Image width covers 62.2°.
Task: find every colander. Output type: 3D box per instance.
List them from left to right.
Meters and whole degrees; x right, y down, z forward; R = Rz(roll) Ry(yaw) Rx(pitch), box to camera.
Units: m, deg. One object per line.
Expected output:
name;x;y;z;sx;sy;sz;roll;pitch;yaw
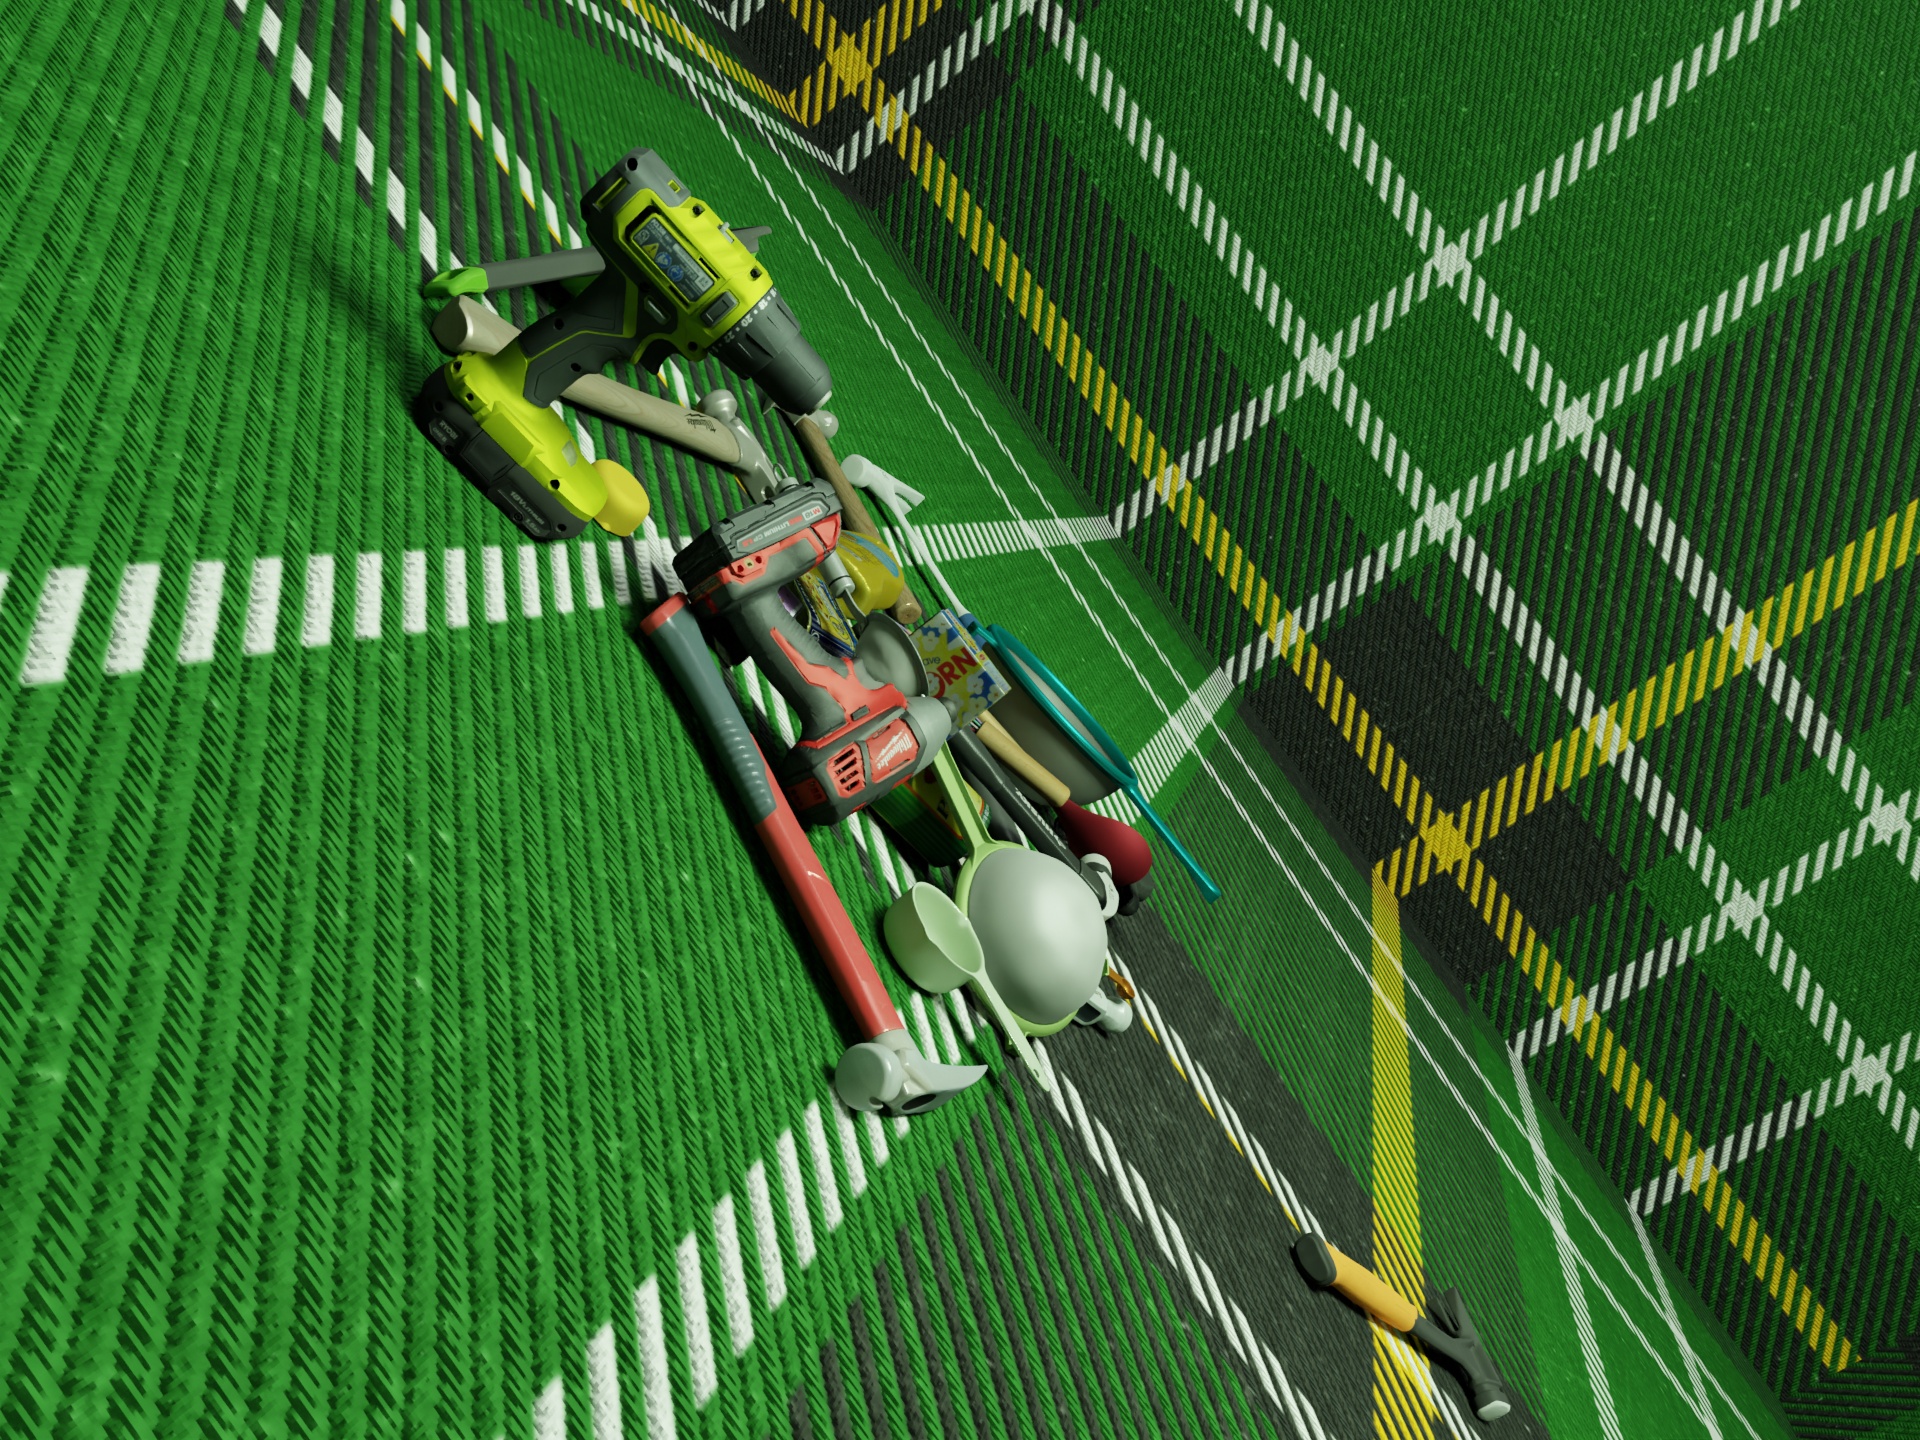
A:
colander;-0.292;-0.343;1.315;0.397;0.204;0.094;-41;128;-58

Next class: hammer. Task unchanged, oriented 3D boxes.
hammer;-0.269;-0.251;1.291;0.146;0.038;0.410;58;18;16
hammer;-0.107;0.077;1.033;0.387;0.038;0.143;59;16;23
hammer;-0.121;-0.232;1.664;0.130;0.031;0.332;28;29;-56
hammer;0.003;-0.122;1.761;0.406;0.035;0.144;58;17;18
hammer;0.021;0.043;1.336;0.334;0.035;0.146;50;14;-11
hammer;0.046;0.117;1.378;0.128;0.033;0.331;34;24;-50
hammer;0.397;0.534;1.456;0.336;0.034;0.127;40;21;-36

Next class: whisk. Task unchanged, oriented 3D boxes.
whisk;-0.004;-0.003;1.412;0.245;0.051;0.047;39;43;-2

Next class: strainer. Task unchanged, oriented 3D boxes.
strainer;-0.090;-0.095;1.229;0.050;0.086;0.259;-20;70;-27
strainer;0.044;0.107;1.179;0.151;0.069;0.256;-30;95;-53
strainer;0.108;0.061;1.519;0.340;0.095;0.211;51;10;16

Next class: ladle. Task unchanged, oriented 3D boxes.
ladle;0.055;0.035;1.442;0.315;0.069;0.031;47;29;-3

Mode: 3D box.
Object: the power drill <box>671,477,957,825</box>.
power drill;-0.095;-0.049;1.124;0.143;0.078;0.219;-31;94;-34

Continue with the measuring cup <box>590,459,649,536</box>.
measuring cup;-0.282;-0.190;1.132;0.156;0.029;0.062;42;19;-38

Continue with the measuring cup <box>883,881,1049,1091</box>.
measuring cup;0.003;0.191;1.098;0.168;0.038;0.083;57;17;9

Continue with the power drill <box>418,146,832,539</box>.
power drill;-0.215;-0.224;1.028;0.190;0.228;0.080;47;17;-19

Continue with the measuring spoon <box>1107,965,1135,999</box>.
measuring spoon;0.103;0.195;1.296;0.116;0.011;0.021;42;20;-26

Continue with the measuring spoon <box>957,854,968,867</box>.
measuring spoon;0.001;0.121;1.287;0.034;0.018;0.124;26;20;-26
